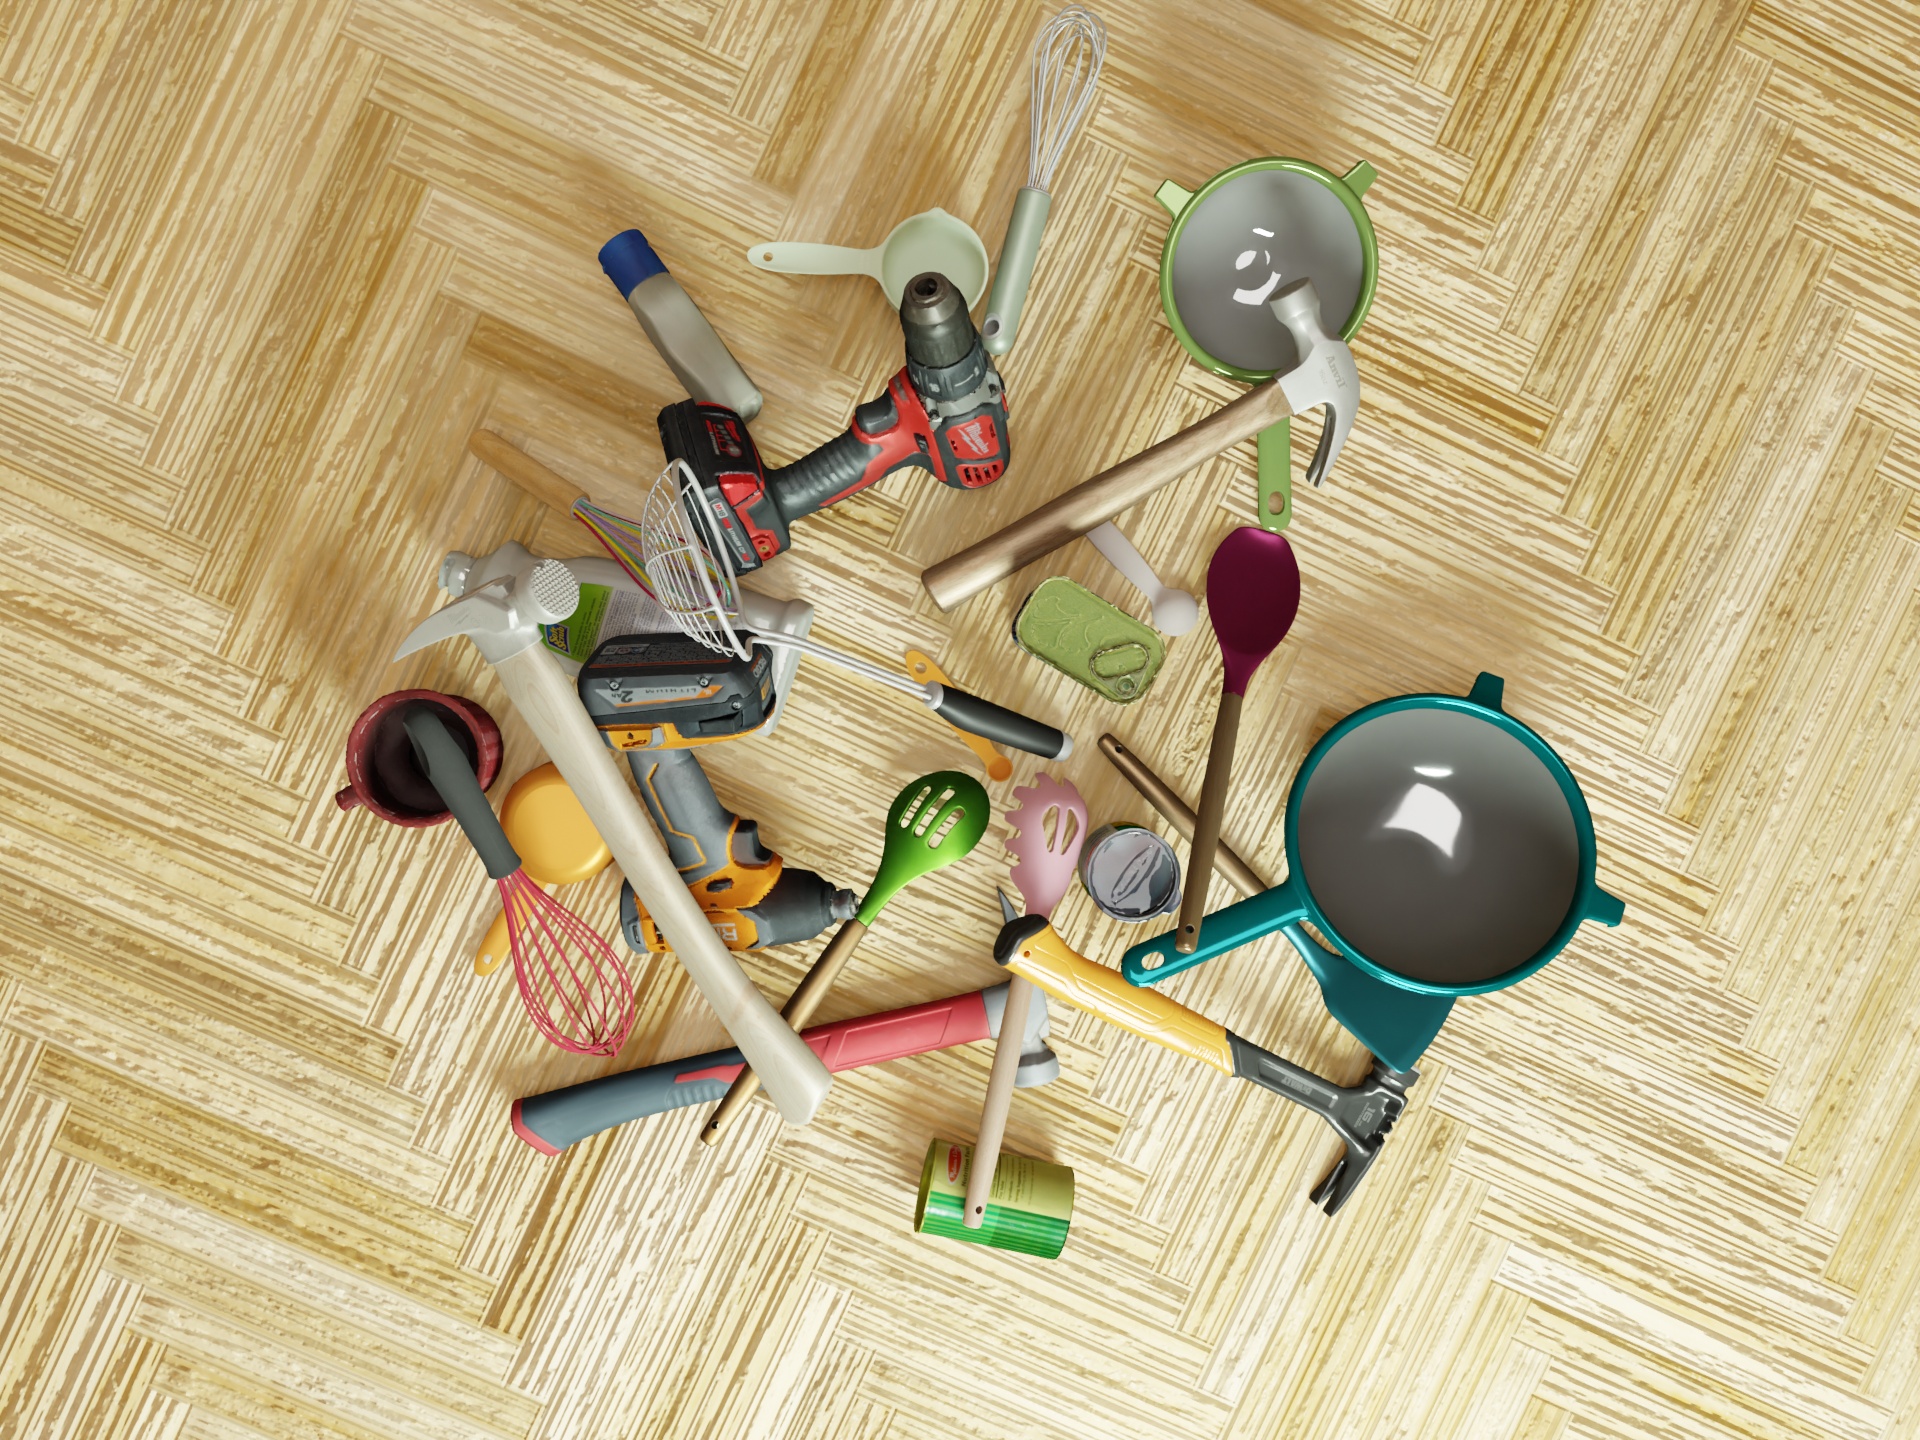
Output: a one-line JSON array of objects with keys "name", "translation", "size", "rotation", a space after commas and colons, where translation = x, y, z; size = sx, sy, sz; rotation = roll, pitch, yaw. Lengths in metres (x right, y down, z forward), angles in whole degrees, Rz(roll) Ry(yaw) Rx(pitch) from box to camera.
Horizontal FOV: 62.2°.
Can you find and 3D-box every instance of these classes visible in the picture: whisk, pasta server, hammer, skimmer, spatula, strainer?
[{"name": "whisk", "translation": [-0.295, 0.114, 1.062], "size": [0.073, 0.073, 0.295], "rotation": [-22, 118, -2]}, {"name": "pasta server", "translation": [0.039, 0.193, 1.109], "size": [0.060, 0.040, 0.316], "rotation": [13, 85, -16]}, {"name": "whisk", "translation": [-0.245, -0.134, 1.076], "size": [0.245, 0.051, 0.047], "rotation": [33, 65, 18]}, {"name": "hammer", "translation": [-0.207, 0.096, 1.024], "size": [0.146, 0.038, 0.410], "rotation": [-17, 110, 34]}, {"name": "hammer", "translation": [0.165, 0.230, 1.116], "size": [0.336, 0.034, 0.127], "rotation": [29, 91, -17]}, {"name": "skimmer", "translation": [-0.050, -0.055, 1.035], "size": [0.363, 0.127, 0.090], "rotation": [22, 123, -32]}, {"name": "spatula", "translation": [0.218, 0.120, 1.146], "size": [0.317, 0.044, 0.082], "rotation": [44, 66, -2]}, {"name": "hammer", "translation": [0.123, -0.166, 1.107], "size": [0.331, 0.031, 0.130], "rotation": [-29, 110, 9]}, {"name": "whisk", "translation": [0.055, -0.378, 1.119], "size": [0.058, 0.059, 0.246], "rotation": [19, 96, 33]}, {"name": "hammer", "translation": [-0.131, 0.228, 1.136], "size": [0.386, 0.038, 0.143], "rotation": [-12, 92, -2]}, {"name": "strainer", "translation": [0.214, -0.265, 1.128], "size": [0.151, 0.069, 0.256], "rotation": [-6, 110, -1]}, {"name": "strainer", "translation": [0.267, 0.117, 1.112], "size": [0.340, 0.095, 0.211], "rotation": [-22, 74, -5]}]

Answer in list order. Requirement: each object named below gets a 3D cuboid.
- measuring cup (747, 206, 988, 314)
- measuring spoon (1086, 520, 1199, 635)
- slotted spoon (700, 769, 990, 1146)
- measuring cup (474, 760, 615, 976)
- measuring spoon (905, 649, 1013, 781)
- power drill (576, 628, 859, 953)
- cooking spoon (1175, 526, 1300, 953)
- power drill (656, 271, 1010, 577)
[{"name": "measuring cup", "translation": [-0.064, -0.317, 1.117], "size": [0.167, 0.038, 0.083], "rotation": [4, 92, -1]}, {"name": "measuring spoon", "translation": [0.125, -0.111, 1.144], "size": [0.034, 0.018, 0.124], "rotation": [-43, 93, 0]}, {"name": "slotted spoon", "translation": [-0.084, 0.163, 1.110], "size": [0.070, 0.031, 0.314], "rotation": [32, 81, 21]}, {"name": "measuring cup", "translation": [-0.299, 0.108, 1.115], "size": [0.095, 0.052, 0.173], "rotation": [30, 89, -4]}, {"name": "measuring spoon", "translation": [-0.002, -0.004, 1.148], "size": [0.021, 0.011, 0.117], "rotation": [-38, 90, -1]}, {"name": "power drill", "translation": [-0.160, 0.056, 1.067], "size": [0.164, 0.084, 0.226], "rotation": [-2, 117, 9]}, {"name": "cooking spoon", "translation": [0.183, 0.007, 1.101], "size": [0.068, 0.017, 0.319], "rotation": [15, 69, -1]}, {"name": "power drill", "translation": [-0.081, -0.197, 1.052], "size": [0.226, 0.187, 0.080], "rotation": [-20, 63, 0]}]
